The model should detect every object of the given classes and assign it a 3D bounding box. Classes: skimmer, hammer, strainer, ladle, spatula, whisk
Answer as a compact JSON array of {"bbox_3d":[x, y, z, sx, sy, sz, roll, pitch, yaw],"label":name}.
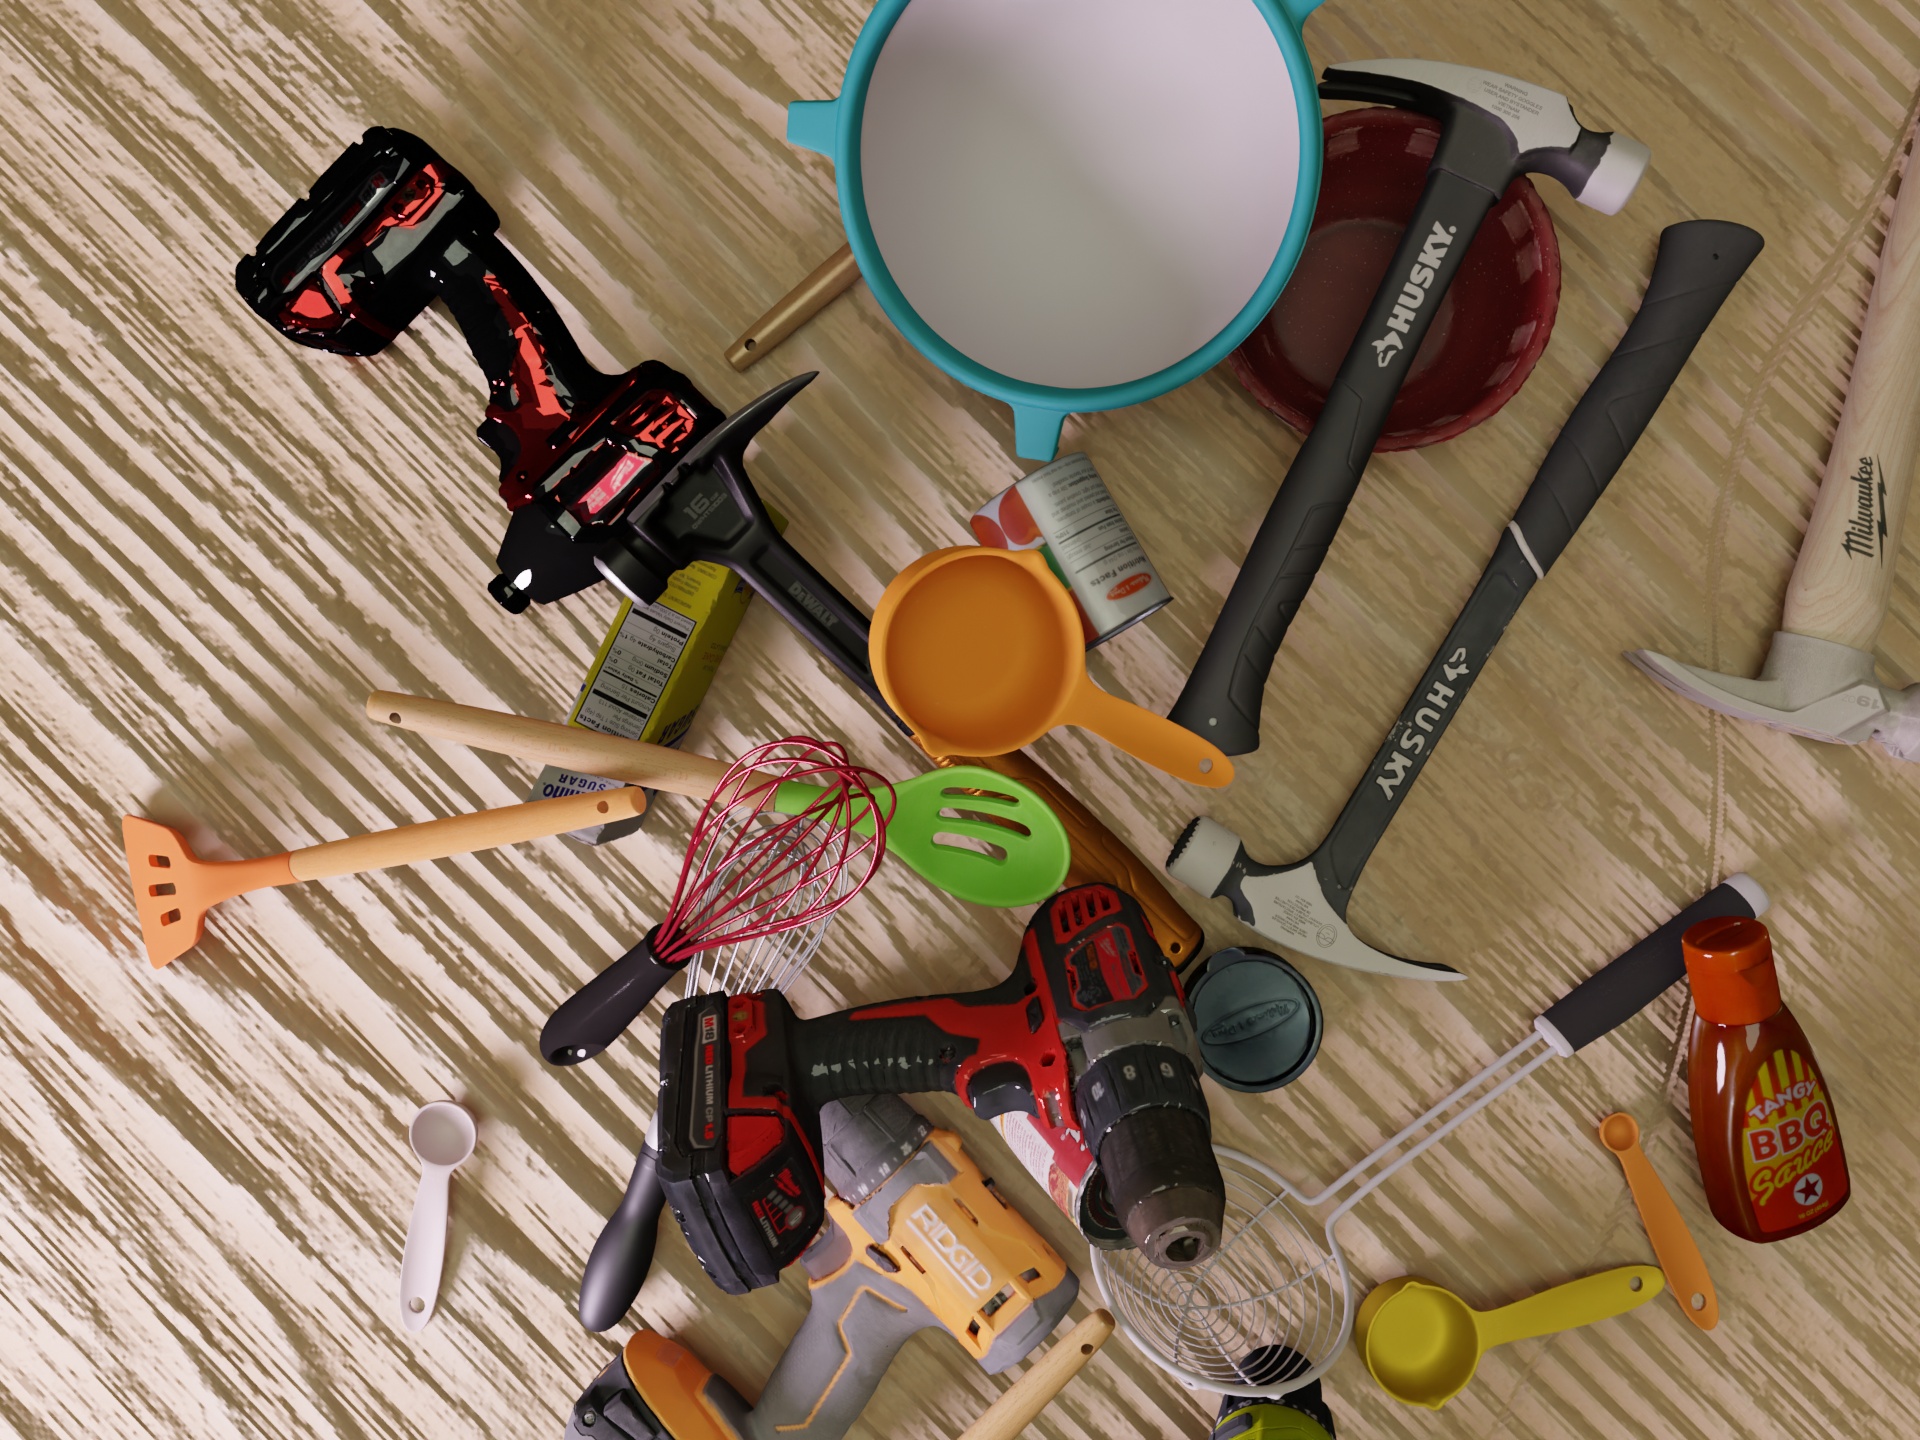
[{"bbox_3d":[0.226,0.175,0.739,0.363,0.090,0.127,-36,55,0],"label":"skimmer"},{"bbox_3d":[0.442,-0.195,0.758,0.146,0.038,0.410,15,90,4],"label":"hammer"},{"bbox_3d":[0.105,-0.282,0.682,0.340,0.095,0.211,-33,99,25],"label":"strainer"},{"bbox_3d":[0.008,-0.278,0.771,0.320,0.062,0.078,-39,95,5],"label":"ladle"},{"bbox_3d":[0.267,-0.062,0.766,0.149,0.036,0.409,32,91,2],"label":"hammer"},{"bbox_3d":[0.169,-0.135,0.715,0.146,0.035,0.335,26,92,2],"label":"hammer"},{"bbox_3d":[-0.283,0.062,0.743,0.322,0.041,0.081,-11,91,20],"label":"spatula"},{"bbox_3d":[-0.001,-0.002,0.730,0.336,0.034,0.127,44,87,-16],"label":"hammer"},{"bbox_3d":[-0.031,0.378,0.739,0.069,0.031,0.315,36,107,-12],"label":"ladle"},{"bbox_3d":[-0.121,0.092,0.705,0.073,0.073,0.295,50,131,2],"label":"whisk"},{"bbox_3d":[-0.131,0.171,0.778,0.070,0.070,0.284,23,96,3],"label":"whisk"}]

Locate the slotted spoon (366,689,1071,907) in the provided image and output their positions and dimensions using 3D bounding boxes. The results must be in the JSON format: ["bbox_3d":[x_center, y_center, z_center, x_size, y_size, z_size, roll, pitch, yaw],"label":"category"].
[{"bbox_3d":[-0.105,0.025,0.700,0.313,0.031,0.070,12,120,-1],"label":"slotted spoon"}]

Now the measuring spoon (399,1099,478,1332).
[{"bbox_3d":[-0.266,0.249,0.805,0.034,0.018,0.124,11,97,3],"label":"measuring spoon"}]

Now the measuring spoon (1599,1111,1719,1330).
[{"bbox_3d":[0.339,0.243,0.774,0.021,0.011,0.117,-26,92,-10],"label":"measuring spoon"}]

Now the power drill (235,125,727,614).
[{"bbox_3d":[-0.232,-0.164,0.775,0.219,0.078,0.143,44,92,0],"label":"power drill"}]

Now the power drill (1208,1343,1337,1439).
[{"bbox_3d":[0.078,0.387,0.714,0.228,0.190,0.080,-42,90,16],"label":"power drill"}]

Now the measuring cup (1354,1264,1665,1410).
[{"bbox_3d":[0.266,0.287,0.774,0.156,0.029,0.062,-11,89,-9],"label":"measuring cup"}]

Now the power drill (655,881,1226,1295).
[{"bbox_3d":[-0.007,0.165,0.665,0.226,0.188,0.080,-16,124,1],"label":"power drill"}]

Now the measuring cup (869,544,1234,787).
[{"bbox_3d":[0.040,-0.014,0.694,0.173,0.052,0.095,26,93,-18],"label":"measuring cup"}]

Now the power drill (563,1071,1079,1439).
[{"bbox_3d":[-0.083,0.278,0.762,0.226,0.084,0.185,-43,85,-2],"label":"power drill"}]
